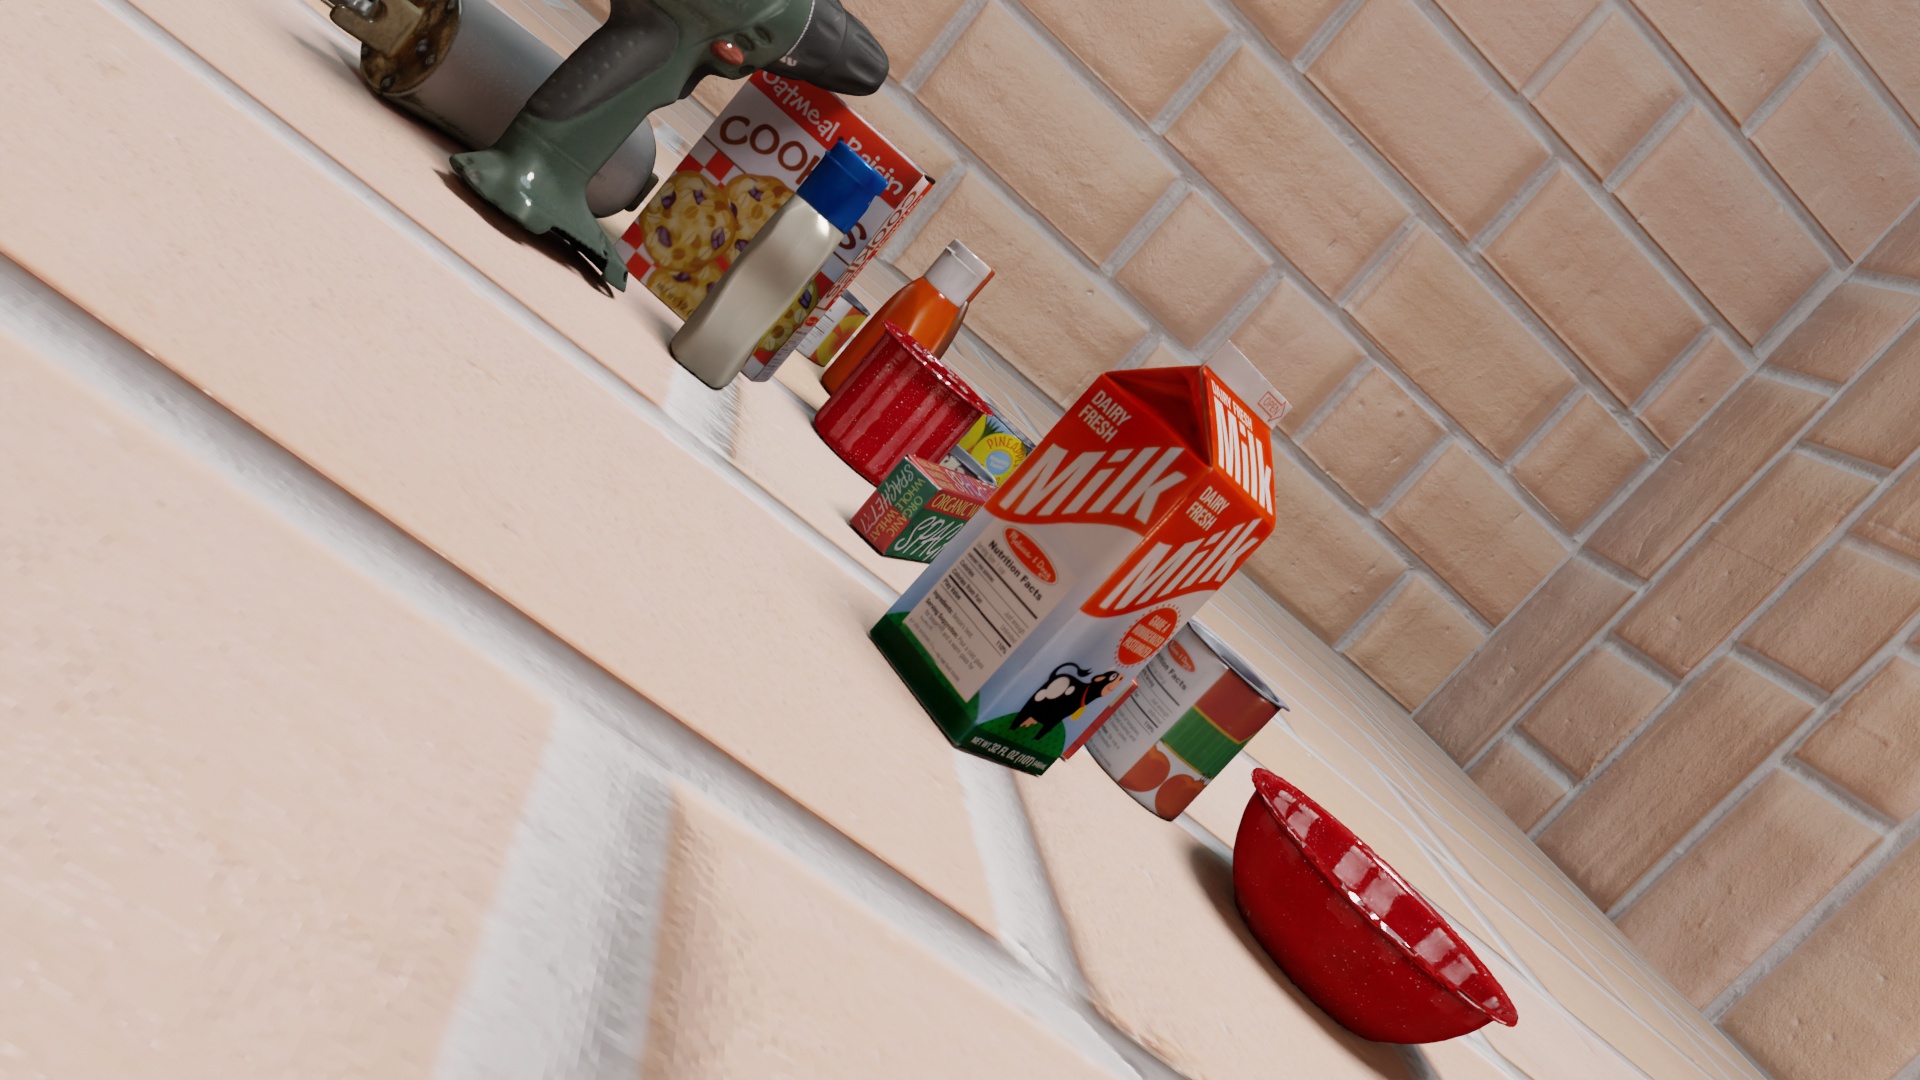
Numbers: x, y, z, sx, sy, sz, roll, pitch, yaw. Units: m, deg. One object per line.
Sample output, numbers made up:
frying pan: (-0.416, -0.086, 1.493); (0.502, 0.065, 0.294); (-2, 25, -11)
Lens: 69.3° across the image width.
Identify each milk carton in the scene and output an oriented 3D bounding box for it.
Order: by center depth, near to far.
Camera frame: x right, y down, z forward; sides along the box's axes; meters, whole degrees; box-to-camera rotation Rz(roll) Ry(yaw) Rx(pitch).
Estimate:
milk carton: (0.060, 0.002, 0.581); (0.074, 0.190, 0.072); (48, 11, 37)

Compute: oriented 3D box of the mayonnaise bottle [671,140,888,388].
mayonnaise bottle: (-0.100, -0.153, 0.771); (0.041, 0.148, 0.065); (39, 9, -16)

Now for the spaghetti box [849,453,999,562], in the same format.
spaghetti box: (0.003, -0.011, 0.840); (0.029, 0.050, 0.250); (44, 10, 16)

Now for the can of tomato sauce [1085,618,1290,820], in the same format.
can of tomato sauce: (0.115, 0.093, 0.717); (0.071, 0.083, 0.071); (40, 9, -8)

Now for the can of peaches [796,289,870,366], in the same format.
can of peaches: (-0.116, -0.182, 1.123); (0.071, 0.058, 0.071); (40, 9, -8)

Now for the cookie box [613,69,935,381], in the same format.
cookie box: (-0.117, -0.202, 0.867); (0.123, 0.167, 0.040); (42, 9, 2)

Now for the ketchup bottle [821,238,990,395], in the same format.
ketchup bottle: (-0.039, -0.158, 1.039); (0.043, 0.148, 0.065); (34, 12, -42)

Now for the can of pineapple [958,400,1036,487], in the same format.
can of pineapple: (0.026, -0.080, 1.228); (0.071, 0.058, 0.071); (40, 9, -8)

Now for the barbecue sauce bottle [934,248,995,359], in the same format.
barbecue sauce bottle: (-0.029, -0.207, 1.303); (0.065, 0.148, 0.044); (44, 9, 13)

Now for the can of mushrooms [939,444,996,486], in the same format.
can of mushrooms: (-0.007, -0.050, 1.031); (0.071, 0.033, 0.071); (40, 9, -8)

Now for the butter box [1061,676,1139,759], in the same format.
butter box: (0.029, 0.051, 0.656); (0.103, 0.053, 0.024); (41, 9, -5)
